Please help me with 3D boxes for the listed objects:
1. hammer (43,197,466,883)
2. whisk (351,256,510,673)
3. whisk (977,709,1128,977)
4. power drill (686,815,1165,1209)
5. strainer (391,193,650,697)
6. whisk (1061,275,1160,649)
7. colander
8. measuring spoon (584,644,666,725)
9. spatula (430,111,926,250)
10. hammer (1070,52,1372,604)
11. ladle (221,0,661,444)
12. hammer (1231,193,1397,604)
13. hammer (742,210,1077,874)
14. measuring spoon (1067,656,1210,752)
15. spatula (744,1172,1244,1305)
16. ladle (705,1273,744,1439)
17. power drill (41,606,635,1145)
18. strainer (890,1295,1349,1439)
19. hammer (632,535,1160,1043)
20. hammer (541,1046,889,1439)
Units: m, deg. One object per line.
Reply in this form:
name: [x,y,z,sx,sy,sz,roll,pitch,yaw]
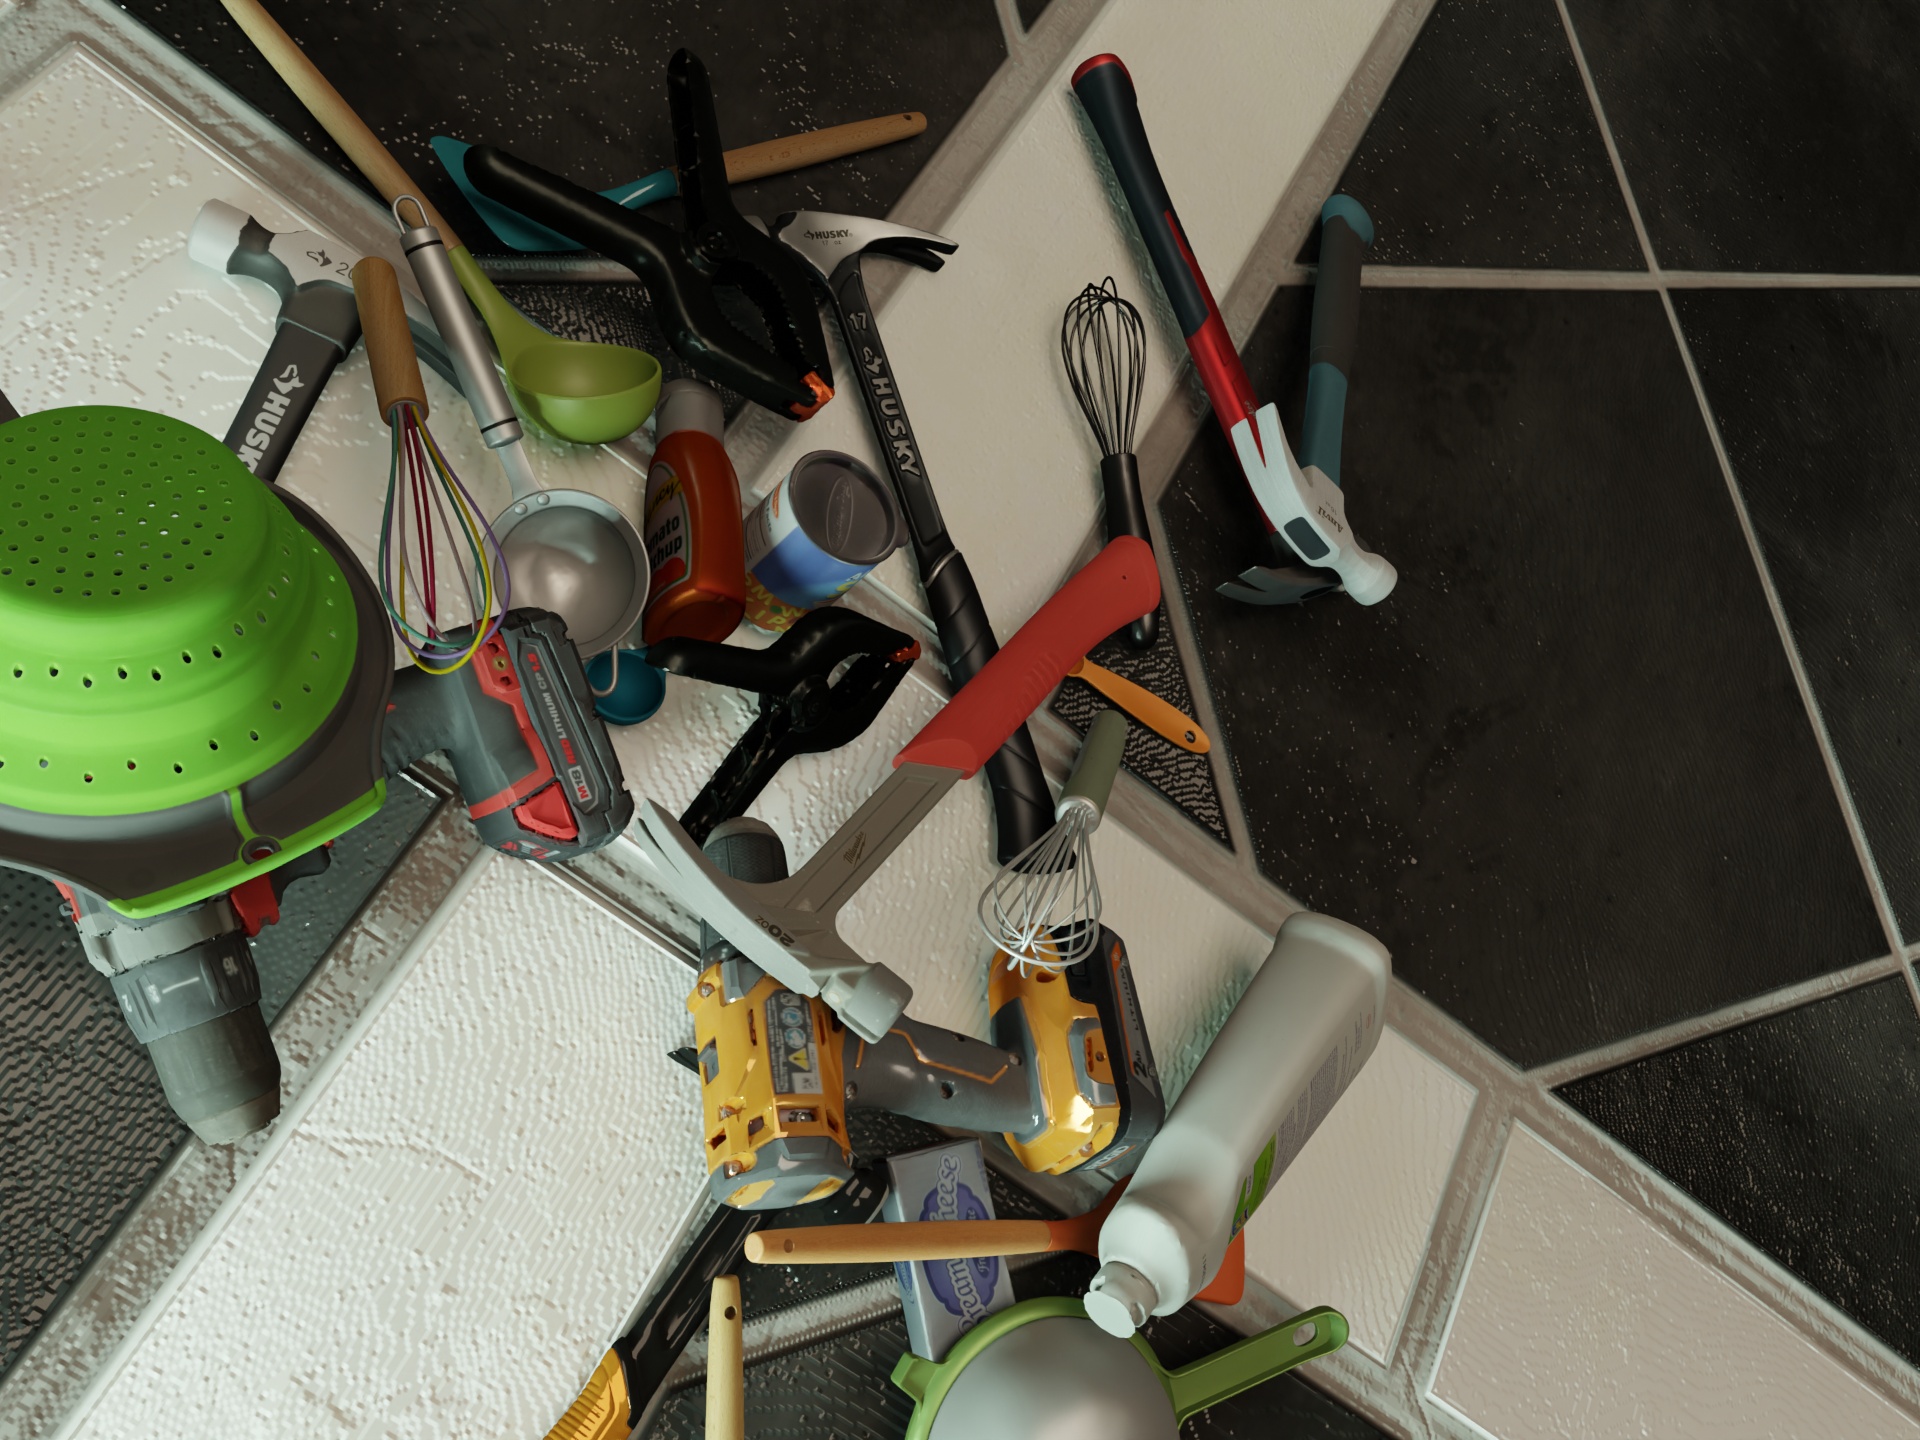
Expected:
hammer: [-0.343,-0.080,0.736,0.146,0.035,0.335,23,65,-17]
whisk: [-0.251,-0.121,0.718,0.051,0.047,0.245,-1,54,-33]
whisk: [0.059,0.054,0.830,0.059,0.057,0.246,20,29,5]
power drill: [-0.025,0.139,0.783,0.226,0.084,0.186,6,56,-29]
strainer: [-0.221,-0.134,0.784,0.087,0.050,0.258,-21,99,0]
whisk: [0.099,-0.160,0.976,0.055,0.055,0.239,-1,78,-27]
colander: [-0.374,-0.108,0.628,0.204,0.094,0.397,-29,68,-36]
measuring spoon: [-0.149,-0.038,0.833,0.042,0.021,0.129,40,51,4]
spatula: [-0.141,-0.320,0.908,0.317,0.044,0.082,-27,72,-32]
hammer: [0.145,-0.256,1.017,0.143,0.038,0.386,-11,76,-47]
ladle: [-0.274,-0.269,0.820,0.320,0.062,0.078,50,42,-1]
hammer: [0.242,-0.232,1.040,0.128,0.033,0.331,36,49,-25]
hammer: [-0.014,-0.106,0.909,0.149,0.036,0.409,-15,81,-30]
measuring spoon: [0.103,-0.010,0.951,0.116,0.011,0.021,31,63,-19]
spatula: [0.030,0.253,0.780,0.322,0.041,0.081,16,66,-44]
ladle: [-0.103,0.404,0.684,0.069,0.031,0.315,5,78,-30]
power drill: [-0.263,0.058,0.693,0.226,0.080,0.188,-21,91,-34]
strainer: [0.099,0.347,0.775,0.256,0.069,0.151,-13,93,-23]
hammer: [-0.001,-0.003,0.821,0.149,0.036,0.359,40,50,4]
hammer: [-0.168,0.308,0.698,0.127,0.034,0.337,41,61,-10]
